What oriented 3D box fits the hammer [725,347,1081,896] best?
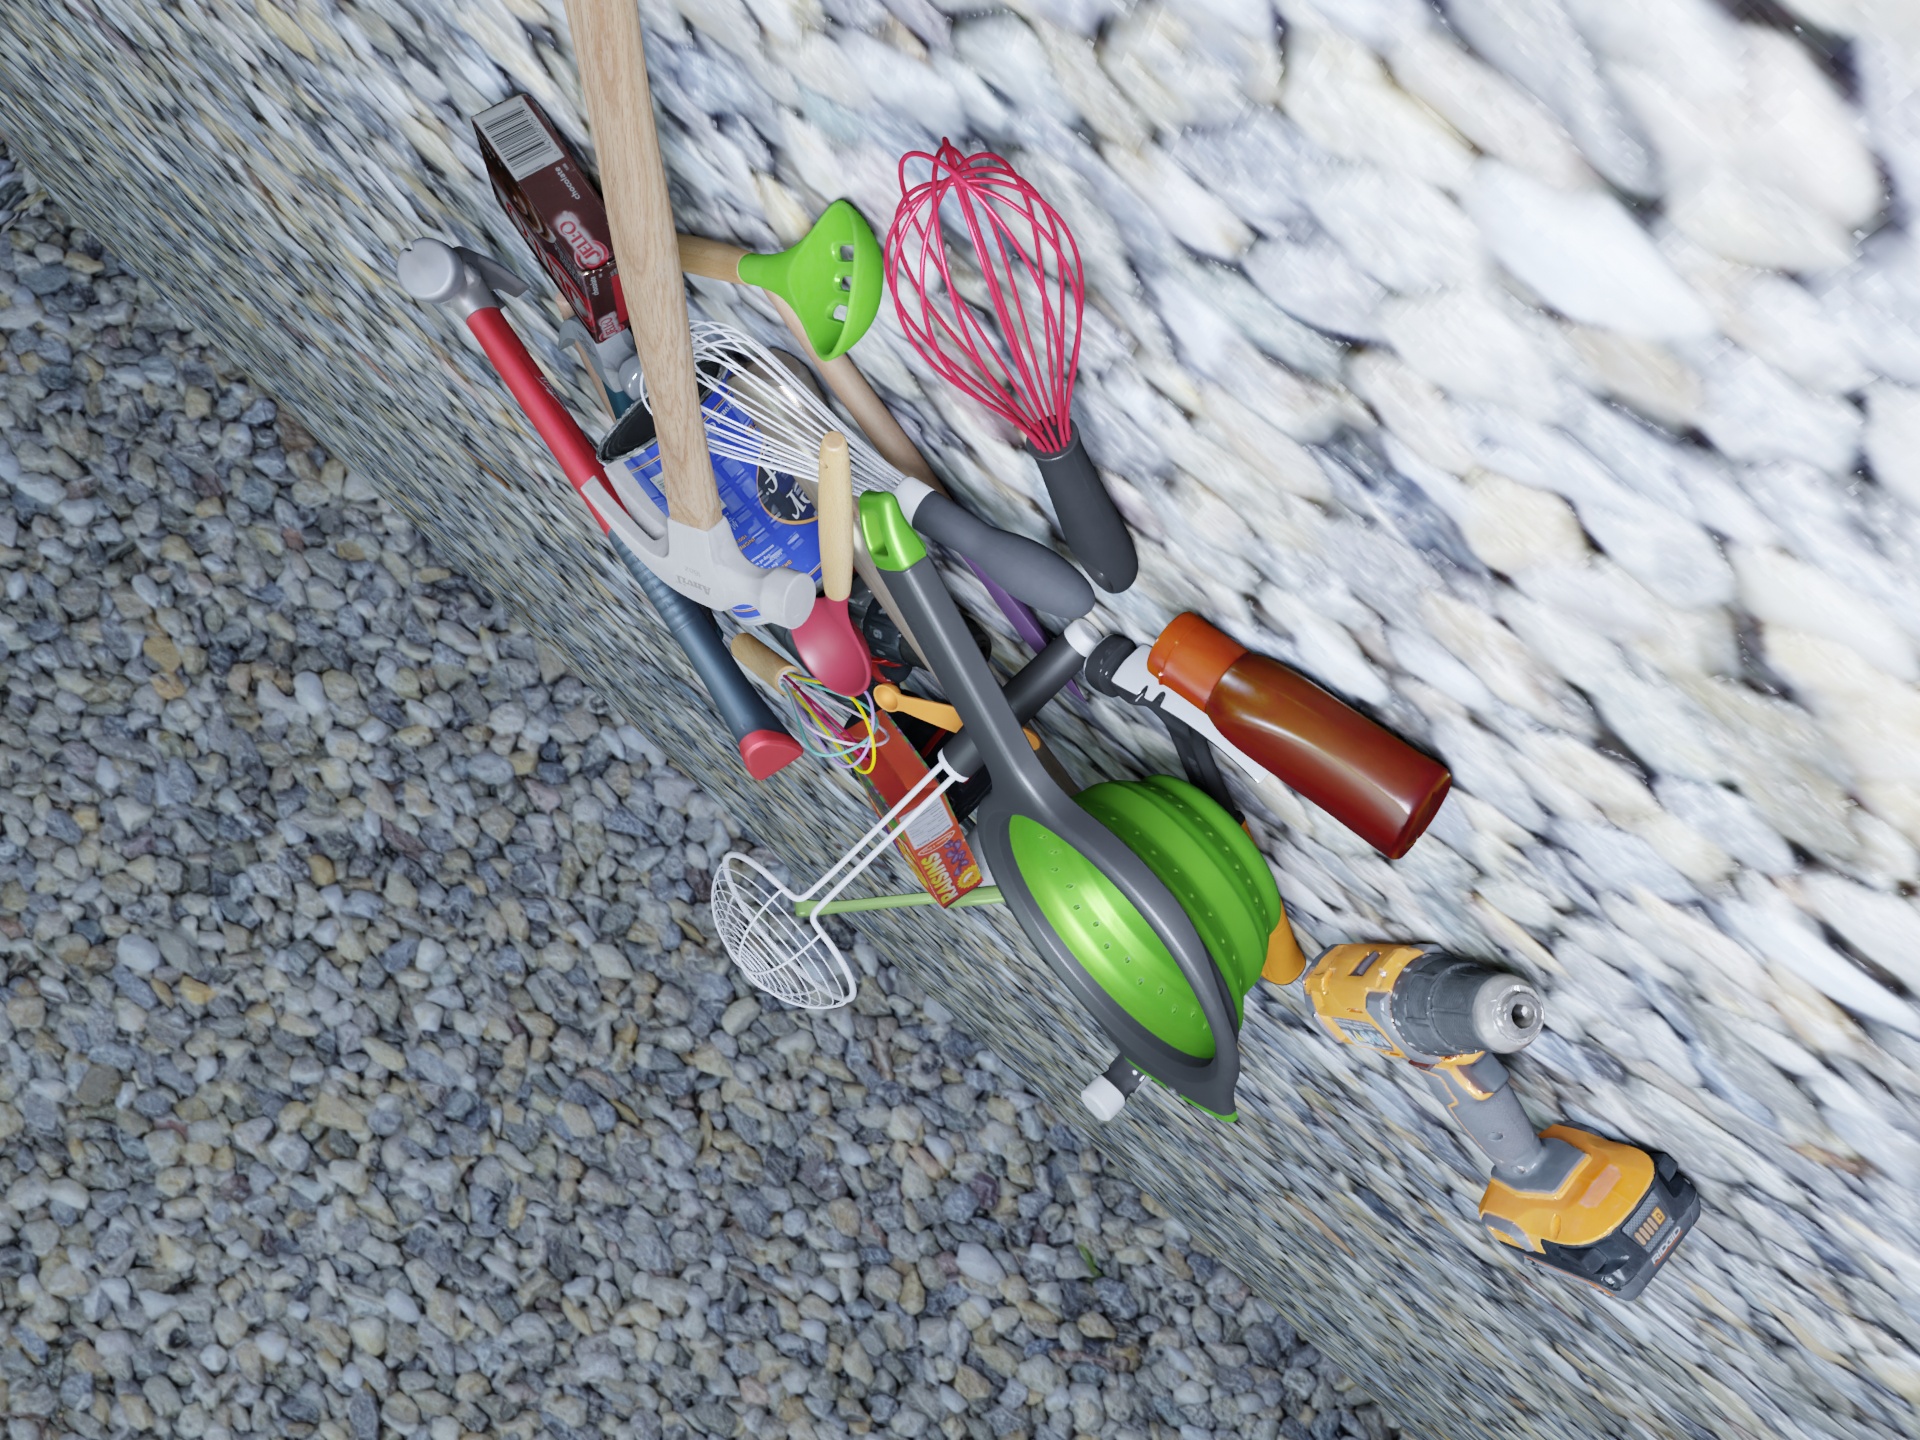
[{"bbox_3d":[-0.017,-0.043,0.977,0.146,0.038,0.410,-11,121,47],"label":"hammer"}]

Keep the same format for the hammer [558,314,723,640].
[{"bbox_3d":[-0.222,-0.163,1.167,0.128,0.033,0.330,47,160,32],"label":"hammer"}]

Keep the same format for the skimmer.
[{"bbox_3d":[-0.033,0.056,0.987,0.127,0.363,0.090,48,-153,4],"label":"skimmer"}]

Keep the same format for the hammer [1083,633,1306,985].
[{"bbox_3d":[0.169,0.077,0.951,0.127,0.034,0.336,33,163,37],"label":"hammer"}]

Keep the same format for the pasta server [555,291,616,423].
[{"bbox_3d":[-0.263,-0.221,1.234,0.060,0.040,0.316,49,168,23],"label":"pasta server"}]

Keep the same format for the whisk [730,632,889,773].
[{"bbox_3d":[-0.110,-0.017,1.085,0.047,0.051,0.245,54,169,-31],"label":"whisk"}]

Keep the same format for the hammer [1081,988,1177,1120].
[{"bbox_3d":[0.156,0.180,1.170,0.035,0.146,0.334,40,155,25],"label":"hammer"}]

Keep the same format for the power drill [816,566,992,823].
[{"bbox_3d":[-0.035,-0.023,1.127,0.188,0.080,0.226,24,154,35],"label":"power drill"}]

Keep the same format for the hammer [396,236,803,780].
[{"bbox_3d":[-0.218,-0.133,1.027,0.386,0.038,0.143,57,-171,-2],"label":"hammer"}]

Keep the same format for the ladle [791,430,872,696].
[{"bbox_3d":[-0.068,-0.081,0.860,0.069,0.031,0.315,45,165,9],"label":"ladle"}]

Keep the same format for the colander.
[{"bbox_3d":[0.072,0.032,0.846,0.205,0.094,0.396,19,142,60],"label":"colander"}]

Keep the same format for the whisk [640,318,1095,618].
[{"bbox_3d":[-0.051,-0.128,0.825,0.285,0.070,0.070,32,164,15],"label":"whisk"}]

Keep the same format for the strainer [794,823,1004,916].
[{"bbox_3d":[0.002,0.103,1.184,0.151,0.256,0.069,85,179,-85],"label":"strainer"}]

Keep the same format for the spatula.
[{"bbox_3d":[-0.012,-0.119,0.885,0.315,0.018,0.060,51,-179,-31],"label":"spatula"}]

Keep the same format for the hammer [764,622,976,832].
[{"bbox_3d":[-0.072,0.006,1.395,0.408,0.036,0.149,48,164,-20],"label":"hammer"}]

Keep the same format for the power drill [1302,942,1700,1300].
[{"bbox_3d":[0.311,0.216,0.893,0.226,0.084,0.185,48,164,-5],"label":"power drill"}]

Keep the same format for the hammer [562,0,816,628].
[{"bbox_3d":[-0.148,-0.196,0.770,0.130,0.031,0.331,19,135,26],"label":"hammer"}]

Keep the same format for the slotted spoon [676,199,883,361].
[{"bbox_3d":[-0.116,-0.233,0.802,0.314,0.031,0.070,31,118,52],"label":"slotted spoon"}]

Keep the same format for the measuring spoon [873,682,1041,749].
[{"bbox_3d":[-0.002,-0.003,0.969,0.117,0.011,0.021,17,132,25],"label":"measuring spoon"}]

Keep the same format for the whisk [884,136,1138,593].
[{"bbox_3d":[0.034,-0.129,0.666,0.073,0.073,0.295,35,170,29],"label":"whisk"}]
